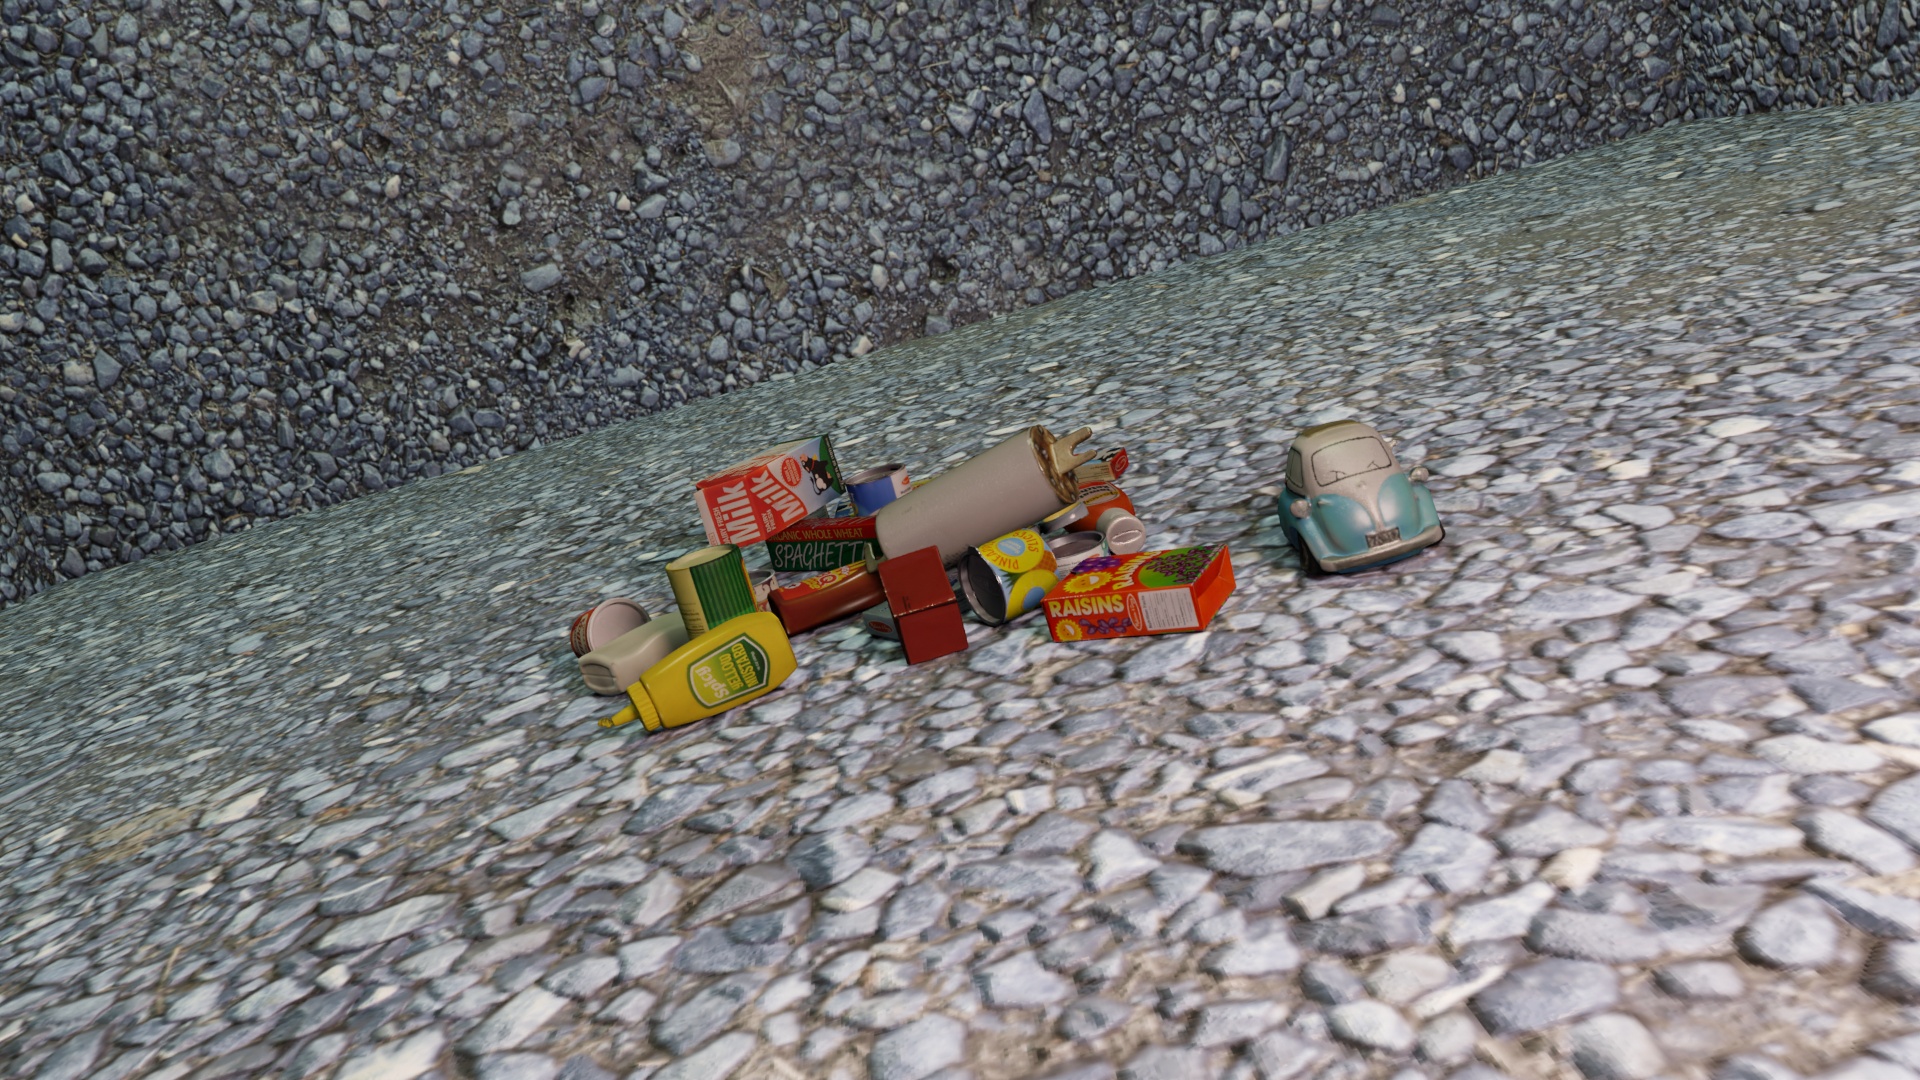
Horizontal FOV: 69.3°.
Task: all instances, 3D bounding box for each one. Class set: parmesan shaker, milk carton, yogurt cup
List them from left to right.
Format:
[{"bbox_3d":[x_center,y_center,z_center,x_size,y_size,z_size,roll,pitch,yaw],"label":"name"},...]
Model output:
[{"bbox_3d":[-0.330,0.090,1.304,0.073,0.072,0.054,-29,11,-41],"label":"yogurt cup"},{"bbox_3d":[-0.206,0.061,1.200,0.071,0.102,0.071,-15,14,4],"label":"parmesan shaker"},{"bbox_3d":[-0.211,-0.048,1.474,0.073,0.072,0.191,-7,16,34],"label":"milk carton"}]

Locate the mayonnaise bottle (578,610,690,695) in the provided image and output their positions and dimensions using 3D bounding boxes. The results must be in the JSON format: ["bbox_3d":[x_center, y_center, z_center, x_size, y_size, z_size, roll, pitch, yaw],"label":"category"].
[{"bbox_3d":[-0.274,0.094,1.275,0.064,0.041,0.149,-1,20,41],"label":"mayonnaise bottle"}]

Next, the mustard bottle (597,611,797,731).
[{"bbox_3d":[-0.210,0.113,1.101,0.161,0.065,0.049,-27,12,-18],"label":"mustard bottle"}]

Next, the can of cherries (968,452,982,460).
[{"bbox_3d":[0.032,-0.059,1.457,0.071,0.071,0.058,-17,14,-4],"label":"can of cherries"}]

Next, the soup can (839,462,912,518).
[{"bbox_3d":[-0.080,-0.031,1.445,0.071,0.083,0.071,-15,14,4],"label":"soup can"}]

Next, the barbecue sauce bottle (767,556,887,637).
[{"bbox_3d":[-0.099,0.044,1.270,0.149,0.043,0.065,-20,13,-16],"label":"barbecue sauce bottle"}]

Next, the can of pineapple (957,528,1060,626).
[{"bbox_3d":[0.040,0.028,1.133,0.058,0.071,0.071,-24,16,-28],"label":"can of pineapple"}]

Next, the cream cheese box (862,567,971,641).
[{"bbox_3d":[-0.027,0.055,1.192,0.104,0.024,0.053,-25,19,-32],"label":"cream cheese box"}]

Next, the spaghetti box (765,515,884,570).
[{"bbox_3d":[-0.110,0.003,1.420,0.250,0.050,0.029,-2,18,42],"label":"spaghetti box"}]

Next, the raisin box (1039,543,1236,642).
[{"bbox_3d":[0.135,0.040,1.051,0.123,0.040,0.086,-8,18,31],"label":"raisin box"}]

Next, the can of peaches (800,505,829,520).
[{"bbox_3d":[-0.189,-0.032,1.615,0.071,0.058,0.071,-15,15,4],"label":"can of peaches"}]

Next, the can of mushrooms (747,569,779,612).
[{"bbox_3d":[-0.210,0.056,1.362,0.071,0.033,0.071,-14,14,4],"label":"can of mushrooms"}]

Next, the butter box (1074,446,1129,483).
[{"bbox_3d":[0.127,-0.077,1.518,0.103,0.024,0.053,-8,17,28],"label":"butter box"}]

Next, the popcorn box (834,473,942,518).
[{"bbox_3d":[-0.072,-0.034,1.539,0.127,0.038,0.085,-15,16,3],"label":"popcorn box"}]

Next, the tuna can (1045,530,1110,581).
[{"bbox_3d":[0.095,0.018,1.184,0.071,0.032,0.071,-15,15,4],"label":"tuna can"}]

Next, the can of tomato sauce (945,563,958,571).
[{"bbox_3d":[0.005,-0.016,1.309,0.071,0.071,0.083,-1,30,45],"label":"can of tomato sauce"}]

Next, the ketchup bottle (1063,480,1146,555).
[{"bbox_3d":[0.131,-0.019,1.263,0.065,0.043,0.149,-17,15,-5],"label":"ketchup bottle"}]
